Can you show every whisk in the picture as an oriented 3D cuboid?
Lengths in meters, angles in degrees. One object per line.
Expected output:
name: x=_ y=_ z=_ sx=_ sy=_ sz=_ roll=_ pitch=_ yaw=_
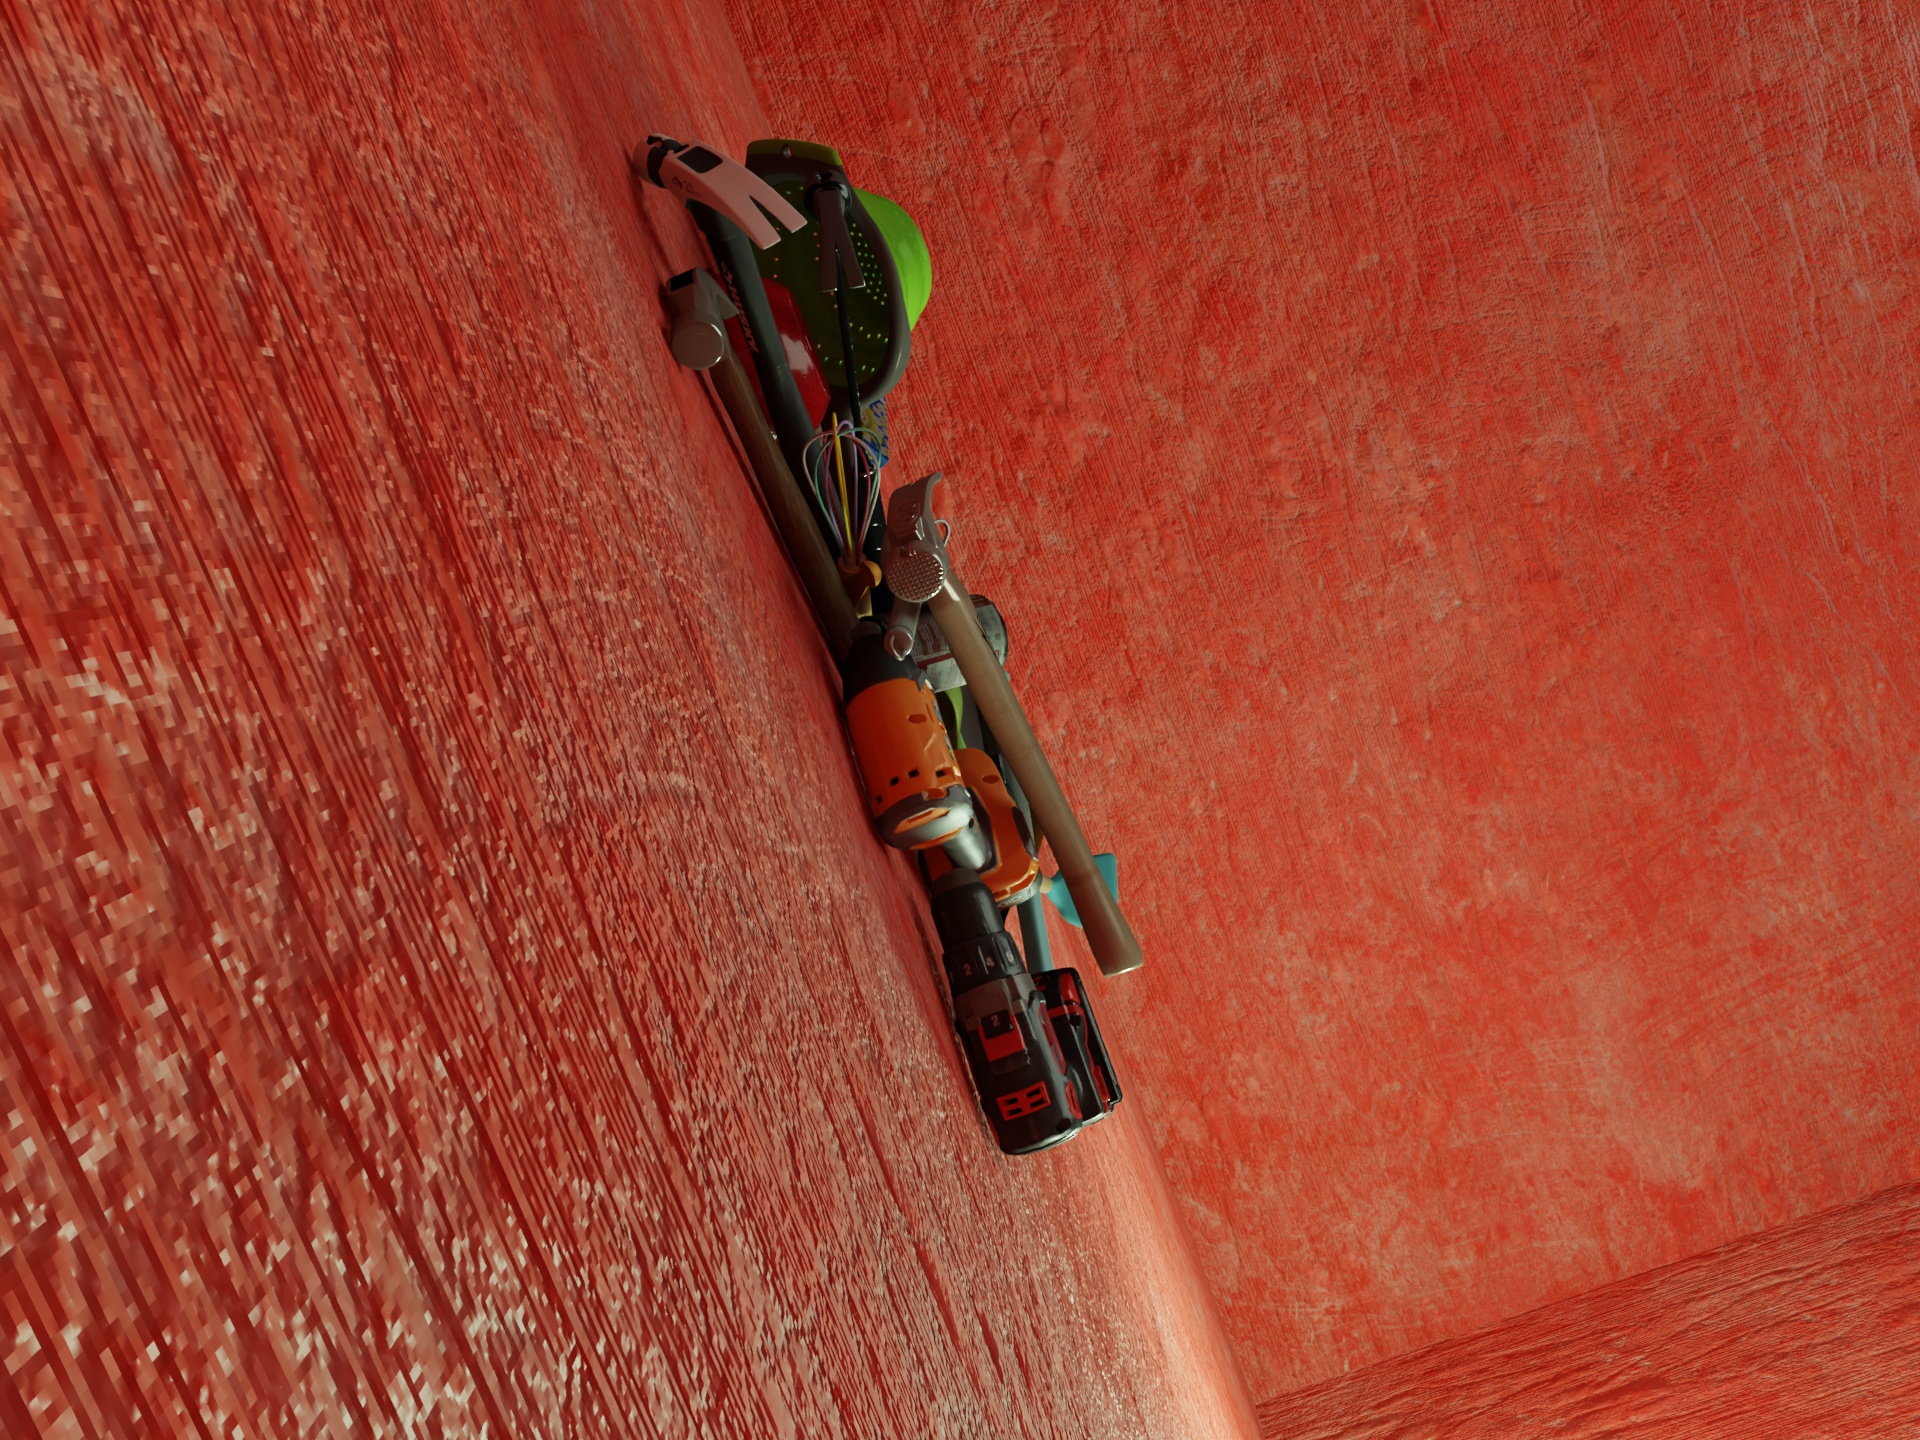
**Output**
whisk: x=-0.079 y=-0.132 z=1.152 sx=0.047 sy=0.051 sz=0.244 roll=51 pitch=-19 yaw=27

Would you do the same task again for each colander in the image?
colander: x=-0.083 y=-0.300 z=1.357 sx=0.205 sy=0.094 sz=0.396 roll=22 pitch=-48 yaw=38

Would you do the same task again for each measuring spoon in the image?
measuring spoon: x=-0.075 y=-0.094 z=1.140 sx=0.021 sy=0.011 sz=0.117 roll=59 pitch=-20 yaw=-1

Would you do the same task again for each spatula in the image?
spatula: x=0.078 y=0.141 z=1.413 sx=0.317 sy=0.044 sz=0.082 roll=30 pitch=60 yaw=-66

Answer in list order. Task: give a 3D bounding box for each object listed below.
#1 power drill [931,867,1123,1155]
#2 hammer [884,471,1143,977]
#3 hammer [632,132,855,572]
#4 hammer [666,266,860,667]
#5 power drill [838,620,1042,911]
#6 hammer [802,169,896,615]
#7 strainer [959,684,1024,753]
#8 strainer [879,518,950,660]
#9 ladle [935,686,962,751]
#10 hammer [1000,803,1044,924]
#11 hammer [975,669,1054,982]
power drill: x=0.040 y=0.205 z=1.107 sx=0.226 sy=0.080 sz=0.188 roll=49 pitch=20 yaw=-72
hammer: x=0.046 y=0.019 z=1.130 sx=0.146 sy=0.038 sz=0.410 roll=-89 pitch=156 yaw=-58
hammer: x=-0.124 y=-0.234 z=1.101 sx=0.146 sy=0.035 sz=0.334 roll=35 pitch=-26 yaw=39
hammer: x=-0.116 y=-0.146 z=1.053 sx=0.130 sy=0.031 sz=0.331 roll=-105 pitch=174 yaw=-51
power drill: x=-0.019 y=0.036 z=1.112 sx=0.226 sy=0.084 sz=0.164 roll=55 pitch=13 yaw=-60
hammer: x=-0.077 y=-0.209 z=1.257 sx=0.149 sy=0.036 sz=0.408 roll=-102 pitch=-175 yaw=-52
strainer: x=-0.002 y=-0.005 z=1.438 sx=0.256 sy=0.069 sz=0.151 roll=9 pitch=67 yaw=-73
strainer: x=-0.037 y=-0.092 z=1.112 sx=0.086 sy=0.050 sz=0.259 roll=59 pitch=14 yaw=-18
ladle: x=-0.006 y=0.101 z=1.248 sx=0.062 sy=0.078 sz=0.320 roll=-5 pitch=79 yaw=-41
hammer: x=0.054 y=0.144 z=1.477 sx=0.337 sy=0.034 sz=0.127 roll=-58 pitch=128 yaw=-72
hammer: x=0.051 y=0.119 z=1.295 sx=0.128 sy=0.033 sz=0.331 roll=-25 pitch=105 yaw=-66
